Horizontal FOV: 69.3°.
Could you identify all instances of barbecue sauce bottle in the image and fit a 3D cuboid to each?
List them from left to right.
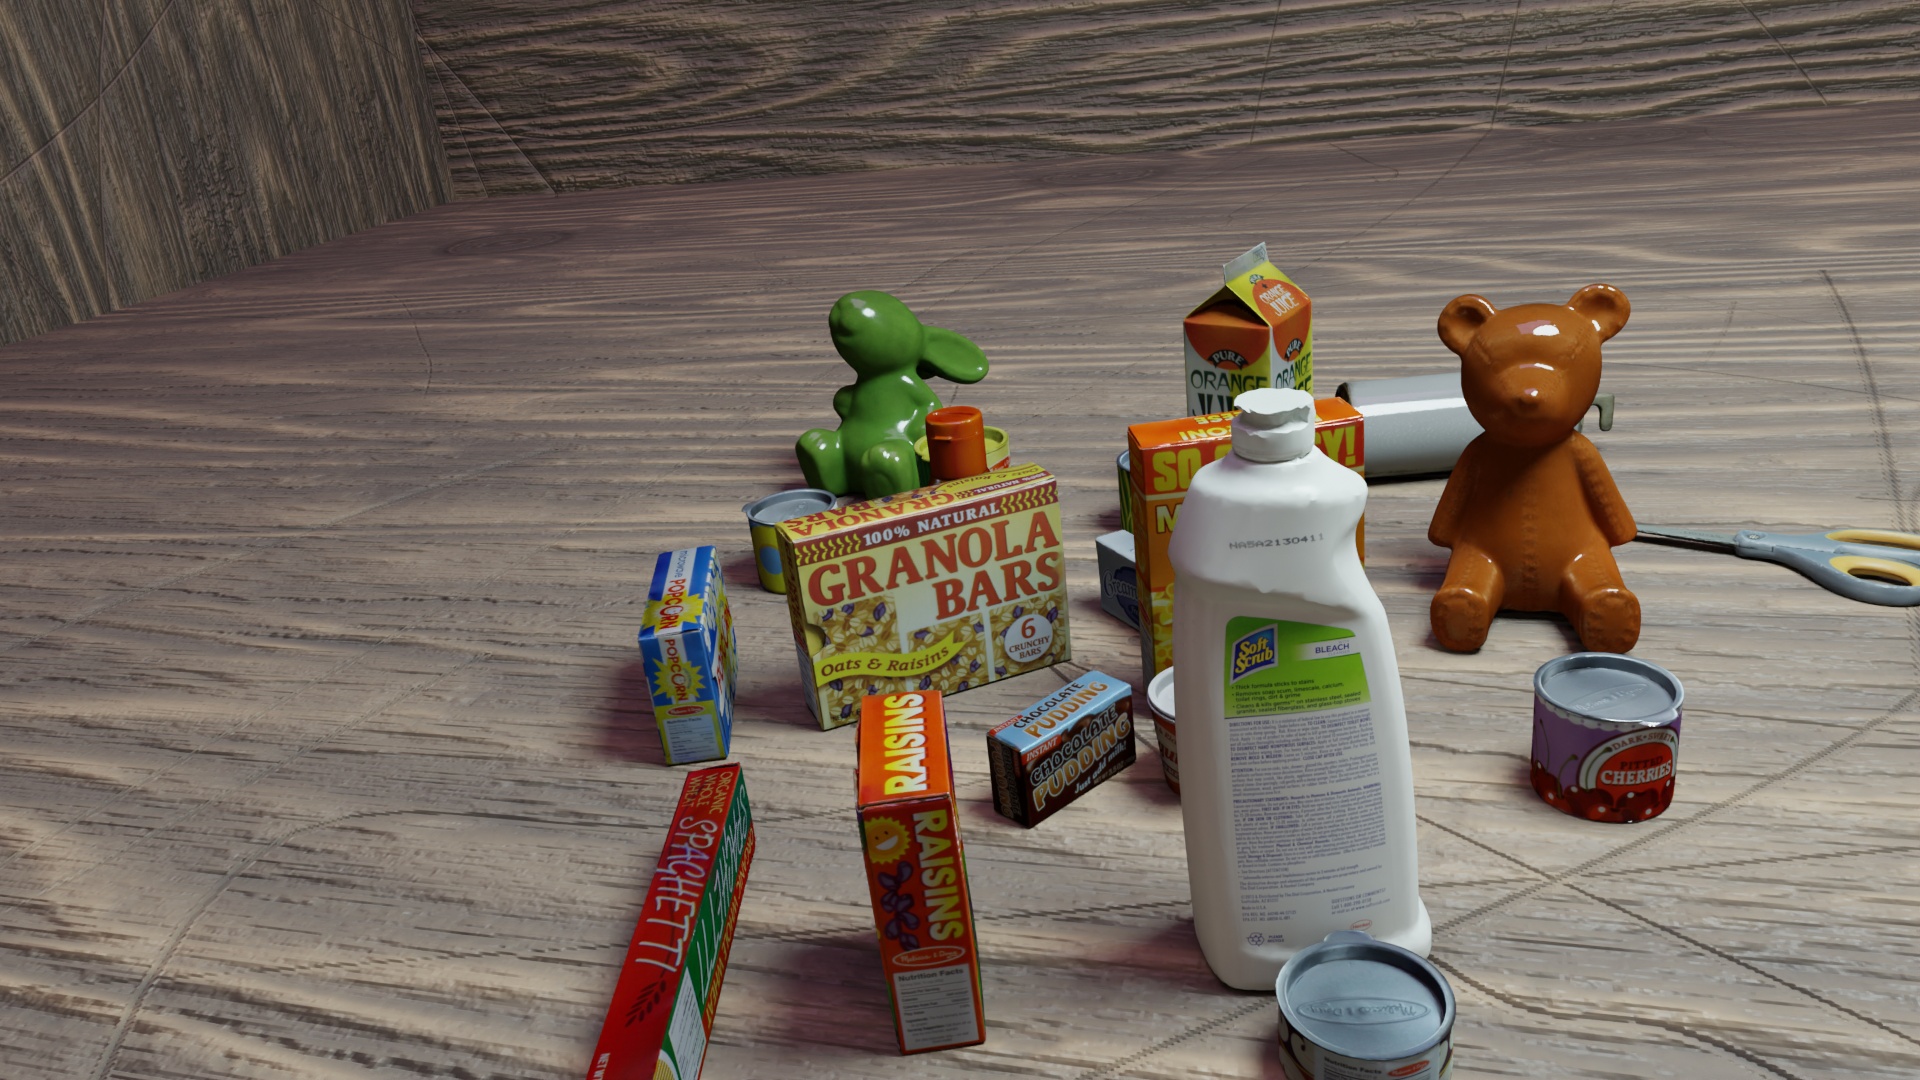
[{"bbox_3d":[0.003,-0.011,0.896,0.065,0.148,0.044,4,25,25],"label":"barbecue sauce bottle"}]

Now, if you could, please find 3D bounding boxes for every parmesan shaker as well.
[{"bbox_3d":[0.004,-0.021,0.976,0.071,0.102,0.071,-6,23,3],"label":"parmesan shaker"}]

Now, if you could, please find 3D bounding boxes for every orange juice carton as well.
[{"bbox_3d":[0.215,-0.119,1.034,0.073,0.191,0.072,11,28,36],"label":"orange juice carton"}]

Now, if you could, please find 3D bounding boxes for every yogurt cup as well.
[{"bbox_3d":[0.132,0.100,0.721,0.072,0.053,0.073,-6,23,3],"label":"yogurt cup"}]

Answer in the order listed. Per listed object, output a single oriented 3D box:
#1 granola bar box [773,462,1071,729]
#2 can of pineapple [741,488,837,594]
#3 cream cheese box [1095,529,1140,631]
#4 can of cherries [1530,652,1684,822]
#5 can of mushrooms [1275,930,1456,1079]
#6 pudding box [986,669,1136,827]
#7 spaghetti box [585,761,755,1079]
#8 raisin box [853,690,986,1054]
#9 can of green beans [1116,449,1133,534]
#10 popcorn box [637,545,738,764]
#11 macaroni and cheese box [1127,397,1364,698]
[{"bbox_3d":[-0.018,0.032,0.832,0.166,0.123,0.039,-14,24,-17],"label":"granola bar box"},{"bbox_3d":[-0.121,0.000,1.019,0.071,0.057,0.071,-6,23,3],"label":"can of pineapple"},{"bbox_3d":[0.124,0.034,0.879,0.024,0.053,0.104,-17,25,-24],"label":"cream cheese box"},{"bbox_3d":[0.314,0.096,0.675,0.071,0.058,0.072,-6,23,3],"label":"can of cherries"},{"bbox_3d":[0.156,0.187,0.538,0.071,0.033,0.071,-6,23,3],"label":"can of mushrooms"},{"bbox_3d":[0.054,0.108,0.730,0.084,0.049,0.030,-24,28,-36],"label":"pudding box"},{"bbox_3d":[-0.122,0.184,0.600,0.029,0.050,0.251,-6,23,3],"label":"spaghetti box"},{"bbox_3d":[-0.017,0.137,0.587,0.040,0.123,0.086,-7,23,0],"label":"raisin box"},{"bbox_3d":[0.150,-0.034,1.026,0.071,0.057,0.071,-6,23,3],"label":"can of green beans"},{"bbox_3d":[-0.162,0.066,0.842,0.038,0.085,0.127,-8,23,-3],"label":"popcorn box"},{"bbox_3d":[0.162,0.012,0.777,0.124,0.165,0.040,-8,23,-4],"label":"macaroni and cheese box"}]
